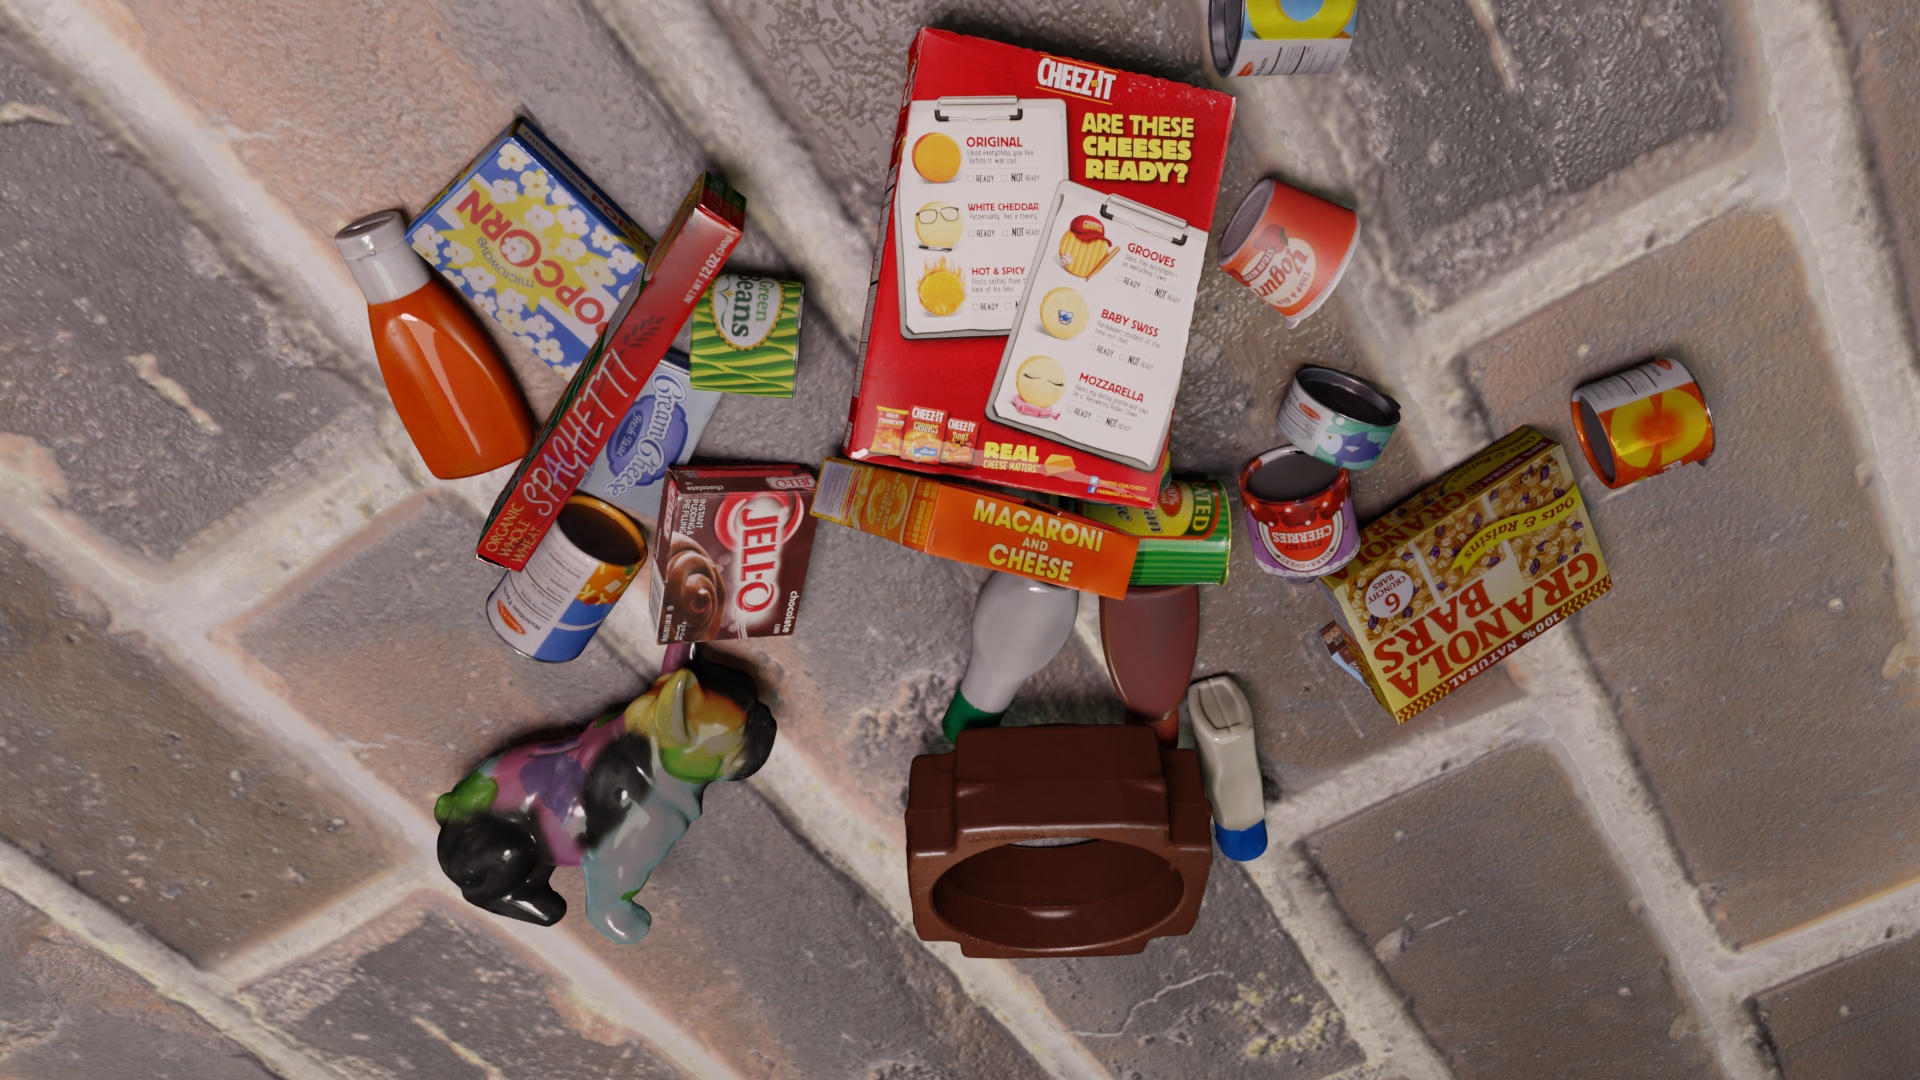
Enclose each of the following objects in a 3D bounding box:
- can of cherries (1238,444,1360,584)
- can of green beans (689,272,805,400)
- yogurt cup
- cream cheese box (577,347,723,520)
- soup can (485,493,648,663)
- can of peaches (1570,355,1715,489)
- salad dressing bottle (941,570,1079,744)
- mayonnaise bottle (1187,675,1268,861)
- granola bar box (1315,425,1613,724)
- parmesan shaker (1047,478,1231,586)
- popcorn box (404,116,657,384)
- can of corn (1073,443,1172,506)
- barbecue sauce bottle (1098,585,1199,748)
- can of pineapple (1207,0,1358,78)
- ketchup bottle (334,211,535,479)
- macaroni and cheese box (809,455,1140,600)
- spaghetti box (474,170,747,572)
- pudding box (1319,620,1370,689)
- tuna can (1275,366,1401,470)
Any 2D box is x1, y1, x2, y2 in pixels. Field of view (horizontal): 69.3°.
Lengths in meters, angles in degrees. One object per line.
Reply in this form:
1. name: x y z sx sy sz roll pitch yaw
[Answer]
1. can of cherries: 0.209 -0.017 0.853 0.071 0.072 0.058 -16 123 6
2. can of green beans: -0.117 -0.113 0.766 0.058 0.071 0.071 5 123 -7
3. yogurt cup: 0.178 -0.162 0.762 0.054 0.073 0.072 26 118 -11
4. cream cheese box: -0.182 -0.064 0.817 0.053 0.024 0.103 22 119 -20
5. soup can: -0.238 0.023 0.847 0.071 0.072 0.083 30 115 -22
6. can of peaches: 0.411 -0.068 0.838 0.058 0.071 0.071 -19 123 9
7. salad dressing bottle: 0.029 0.075 0.916 0.064 0.044 0.147 15 122 -16
8. mayonnaise bottle: 0.191 0.166 0.979 0.041 0.065 0.147 -16 127 2
9. granola bar box: 0.319 0.023 0.885 0.165 0.039 0.124 -33 118 0
10. parmesan shaker: 0.108 -0.003 0.853 0.103 0.071 0.071 0 123 -5
11. popcorn box: -0.220 -0.151 0.750 0.085 0.038 0.126 -37 119 17
12. can of corn: 0.092 -0.063 0.818 0.071 0.071 0.058 -8 123 0
13. barbecue sauce bottle: 0.127 0.082 0.928 0.065 0.044 0.147 -5 124 2
14. can of pineapple: 0.159 -0.267 0.690 0.058 0.071 0.070 -3 123 -4
15. ketchup bottle: -0.294 -0.106 0.769 0.065 0.044 0.148 -15 123 4
16. macaroni and cheese box: 0.003 -0.010 0.775 0.124 0.166 0.040 14 91 -27
17. spaghetti box: -0.190 -0.084 0.742 0.028 0.050 0.249 29 117 -22
18. pudding box: 0.291 0.078 0.946 0.083 0.030 0.049 38 113 -25
19. tuna can: 0.225 -0.072 0.822 0.071 0.071 0.032 13 122 -13
